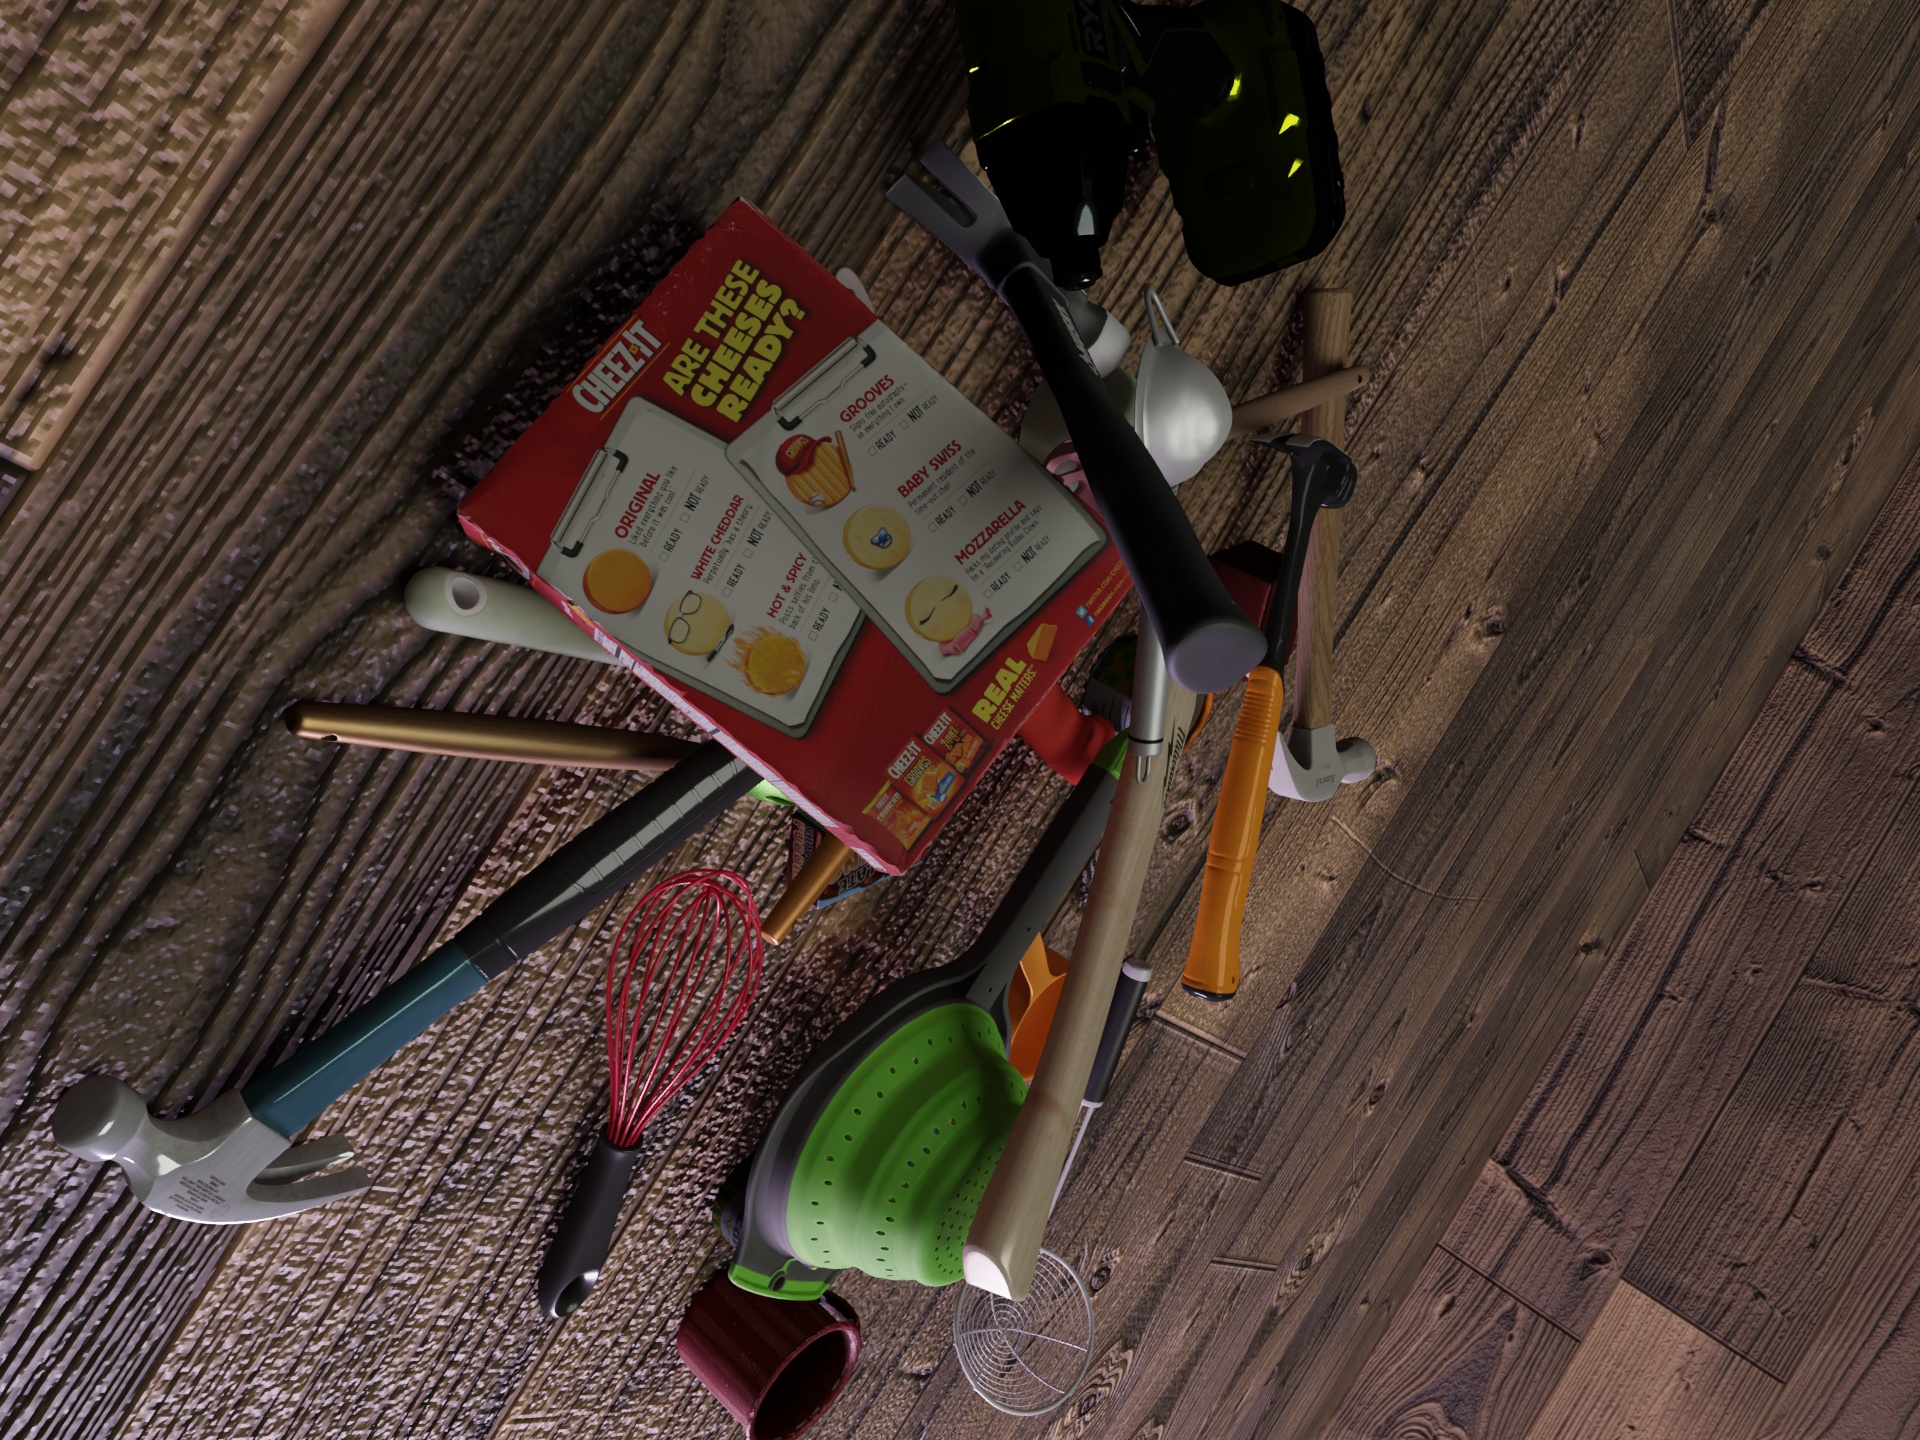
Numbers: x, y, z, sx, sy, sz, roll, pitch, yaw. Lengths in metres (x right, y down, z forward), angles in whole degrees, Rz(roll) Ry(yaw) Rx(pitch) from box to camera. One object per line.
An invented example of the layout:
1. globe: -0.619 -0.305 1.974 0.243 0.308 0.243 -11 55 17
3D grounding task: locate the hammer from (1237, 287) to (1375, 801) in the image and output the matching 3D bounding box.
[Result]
1. hammer: 0.230 -0.109 1.031 0.130 0.031 0.331 -13 107 -46

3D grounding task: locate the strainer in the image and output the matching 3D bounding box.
1. strainer: 0.107 -0.088 0.818 0.087 0.050 0.258 -30 128 -59

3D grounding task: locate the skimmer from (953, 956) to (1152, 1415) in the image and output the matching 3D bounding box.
1. skimmer: 0.092 0.365 1.246 0.127 0.090 0.363 14 104 -23

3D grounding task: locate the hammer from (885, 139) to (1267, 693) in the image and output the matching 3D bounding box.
1. hammer: 0.050 -0.124 0.635 0.035 0.335 0.146 -40 126 19

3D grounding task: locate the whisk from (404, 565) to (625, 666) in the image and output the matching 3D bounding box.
1. whisk: -0.133 -0.034 0.698 0.246 0.059 0.058 11 68 -51

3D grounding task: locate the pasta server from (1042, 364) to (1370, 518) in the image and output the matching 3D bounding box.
1. pasta server: 0.147 -0.161 0.891 0.316 0.040 0.060 -26 120 -39

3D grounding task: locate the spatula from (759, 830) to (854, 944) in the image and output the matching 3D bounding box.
1. spatula: -0.001 -0.003 0.864 0.323 0.041 0.081 -53 163 -25

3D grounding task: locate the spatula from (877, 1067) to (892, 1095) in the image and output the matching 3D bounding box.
1. spatula: -0.086 0.334 1.057 0.059 0.018 0.316 2 114 -49

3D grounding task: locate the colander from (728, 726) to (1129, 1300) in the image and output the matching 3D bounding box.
1. colander: 0.028 0.184 0.920 0.397 0.095 0.204 -57 146 -7

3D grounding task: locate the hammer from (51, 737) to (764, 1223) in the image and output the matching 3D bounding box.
1. hammer: -0.197 0.092 0.676 0.331 0.033 0.128 -38 143 -14

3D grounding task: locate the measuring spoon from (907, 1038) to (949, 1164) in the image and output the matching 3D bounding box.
1. measuring spoon: -0.026 0.250 1.078 0.042 0.021 0.128 1 105 -52

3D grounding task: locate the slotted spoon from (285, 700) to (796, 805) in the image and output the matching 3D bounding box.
1. slotted spoon: -0.150 0.014 0.714 0.070 0.031 0.313 -30 157 34

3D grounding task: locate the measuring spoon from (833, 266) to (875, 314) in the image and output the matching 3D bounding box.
1. measuring spoon: -0.043 -0.157 0.747 0.034 0.018 0.124 -41 135 -26

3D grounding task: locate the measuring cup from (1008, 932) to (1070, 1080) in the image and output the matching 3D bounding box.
1. measuring cup: 0.036 0.167 1.060 0.095 0.052 0.173 -42 141 -24

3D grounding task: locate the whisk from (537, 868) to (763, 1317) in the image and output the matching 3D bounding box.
1. whisk: -0.168 0.199 0.818 0.073 0.073 0.295 -6 126 -50

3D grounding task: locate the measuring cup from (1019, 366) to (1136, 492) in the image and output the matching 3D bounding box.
1. measuring cup: 0.085 -0.134 0.902 0.083 0.038 0.167 -50 143 -14

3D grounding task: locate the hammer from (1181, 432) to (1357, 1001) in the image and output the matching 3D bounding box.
1. hammer: 0.175 0.001 0.936 0.127 0.034 0.337 3 98 -63

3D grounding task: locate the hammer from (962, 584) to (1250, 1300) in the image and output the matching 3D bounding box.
1. hammer: 0.087 0.118 0.900 0.146 0.038 0.411 38 65 -53

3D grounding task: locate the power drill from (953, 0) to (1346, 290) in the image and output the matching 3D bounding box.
1. power drill: 0.086 -0.271 0.718 0.223 0.080 0.171 -9 89 -50

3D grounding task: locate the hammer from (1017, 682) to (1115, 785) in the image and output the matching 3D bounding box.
1. hammer: 0.030 -0.005 0.852 0.149 0.037 0.358 -56 161 -3
